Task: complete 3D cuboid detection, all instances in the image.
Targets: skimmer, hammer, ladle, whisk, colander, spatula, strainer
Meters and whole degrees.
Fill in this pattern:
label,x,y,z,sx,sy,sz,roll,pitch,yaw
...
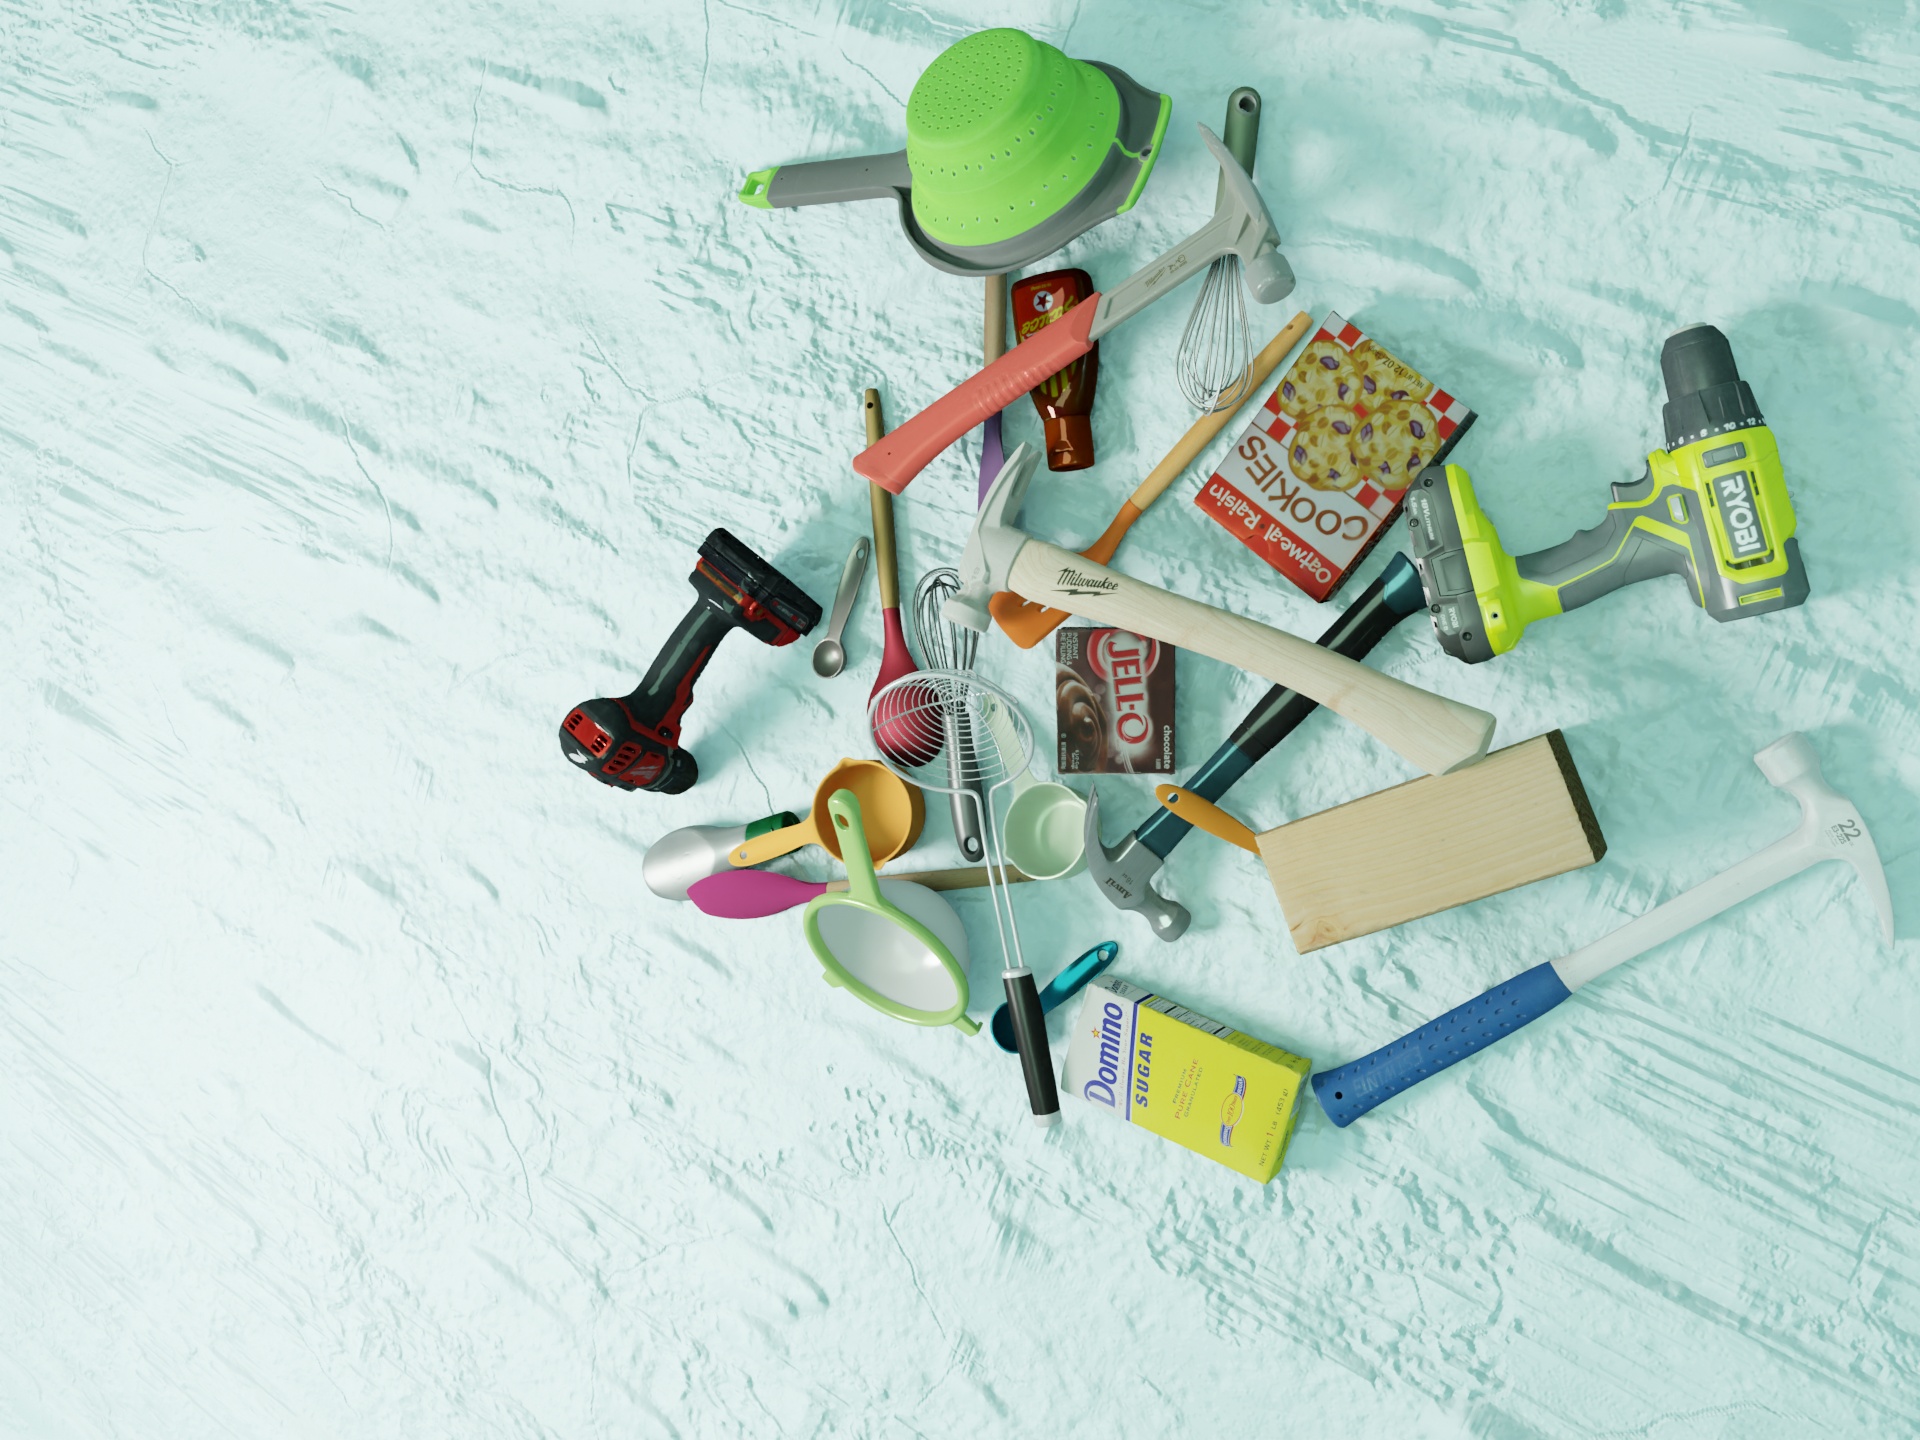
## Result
label,x,y,z,sx,sy,sz,roll,pitch,yaw
skimmer,0.020,0.138,1.197,0.127,0.090,0.363,-11,92,22
hammer,0.217,0.012,1.160,0.128,0.033,0.331,39,105,-14
hammer,0.065,-0.283,1.179,0.359,0.036,0.149,-30,64,23
ladle,-0.058,-0.118,1.311,0.069,0.031,0.315,-7,87,20
whisk,0.194,-0.342,1.160,0.058,0.059,0.246,8,86,-5
colander,-0.039,-0.447,1.220,0.397,0.094,0.205,8,69,35
hammer,0.422,0.175,1.082,0.405,0.035,0.144,-36,77,23
hammer,0.178,-0.071,1.119,0.411,0.038,0.146,24,94,28
spatula,0.027,-0.272,1.259,0.060,0.018,0.316,180,91,-68
whisk,-0.001,-0.004,1.277,0.055,0.055,0.239,-6,93,26
spatula,0.144,-0.184,1.200,0.322,0.041,0.081,-48,48,18
strainer,-0.056,0.134,1.245,0.151,0.069,0.256,14,137,27

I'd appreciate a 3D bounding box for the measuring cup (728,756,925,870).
label,x,y,z,sx,sy,sz,roll,pitch,yaw
measuring cup,-0.109,0.089,1.321,0.173,0.052,0.095,-20,84,20

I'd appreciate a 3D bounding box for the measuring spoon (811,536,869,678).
label,x,y,z,sx,sy,sz,roll,pitch,yaw
measuring spoon,-0.095,-0.094,1.338,0.034,0.018,0.124,19,94,34

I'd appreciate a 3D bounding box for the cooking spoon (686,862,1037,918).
label,x,y,z,sx,sy,sz,roll,pitch,yaw
cooking spoon,-0.086,0.140,1.325,0.319,0.068,0.017,-8,46,21

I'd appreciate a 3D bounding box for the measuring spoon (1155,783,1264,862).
label,x,y,z,sx,sy,sz,roll,pitch,yaw
measuring spoon,0.191,0.078,1.159,0.117,0.011,0.021,30,107,-12

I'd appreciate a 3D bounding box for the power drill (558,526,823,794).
label,x,y,z,sx,sy,sz,roll,pitch,yaw
power drill,-0.219,-0.033,1.332,0.080,0.187,0.226,39,89,19

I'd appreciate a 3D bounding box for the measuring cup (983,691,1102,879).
label,x,y,z,sx,sy,sz,roll,pitch,yaw
measuring cup,0.059,0.050,1.260,0.083,0.038,0.168,-35,62,24

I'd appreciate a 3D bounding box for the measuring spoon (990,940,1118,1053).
label,x,y,z,sx,sy,sz,roll,pitch,yaw
measuring spoon,0.078,0.218,1.266,0.128,0.021,0.042,-41,70,12

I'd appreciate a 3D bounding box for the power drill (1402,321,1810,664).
label,x,y,z,sx,sy,sz,roll,pitch,yaw
power drill,0.418,-0.142,1.050,0.228,0.080,0.190,-15,86,23
